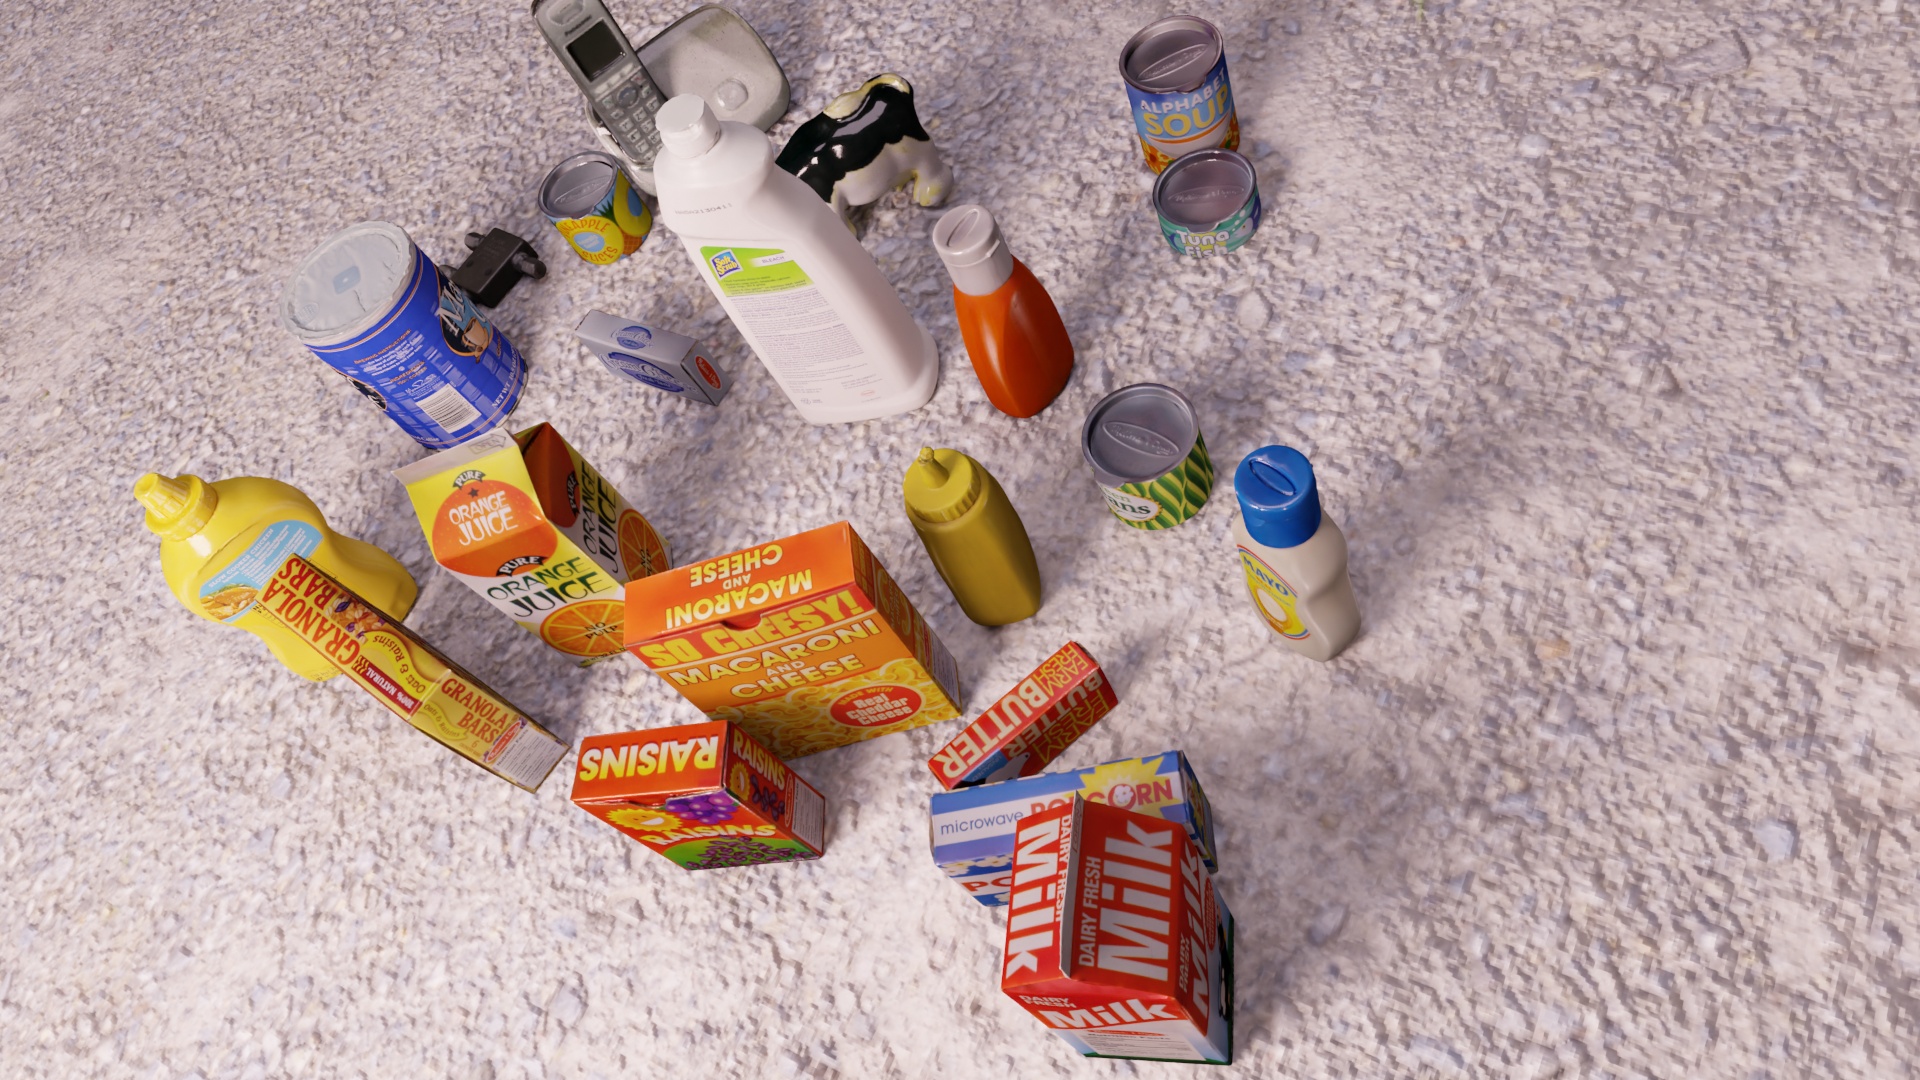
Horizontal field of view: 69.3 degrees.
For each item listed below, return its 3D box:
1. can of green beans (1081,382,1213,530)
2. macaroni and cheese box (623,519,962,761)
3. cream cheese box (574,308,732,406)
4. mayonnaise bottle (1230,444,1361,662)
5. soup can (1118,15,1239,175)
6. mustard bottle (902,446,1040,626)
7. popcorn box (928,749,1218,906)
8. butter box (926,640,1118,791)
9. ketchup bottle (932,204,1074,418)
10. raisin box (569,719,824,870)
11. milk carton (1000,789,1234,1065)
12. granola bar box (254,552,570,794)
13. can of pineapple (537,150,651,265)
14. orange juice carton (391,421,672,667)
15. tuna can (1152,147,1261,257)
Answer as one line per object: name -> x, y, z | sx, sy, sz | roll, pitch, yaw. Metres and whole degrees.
can of green beans -> 0.108, -0.047, 0.795 | 0.071, 0.057, 0.071 | -9, 58, 15
macaroni and cheese box -> -0.083, 0.061, 0.736 | 0.123, 0.166, 0.040 | -16, 57, 11
cream cheese box -> -0.213, -0.126, 0.963 | 0.104, 0.053, 0.024 | 19, 69, 28
mayonnaise bottle -> 0.163, 0.006, 0.689 | 0.041, 0.147, 0.065 | -43, 56, -7
soup can -> 0.145, -0.285, 0.906 | 0.071, 0.083, 0.071 | -9, 58, 15
mustard bottle -> 0.003, -0.009, 0.750 | 0.049, 0.159, 0.065 | -17, 57, 11
popcorn box -> 0.057, 0.144, 0.685 | 0.126, 0.085, 0.038 | -13, 58, 13
butter box -> 0.034, 0.102, 0.738 | 0.103, 0.053, 0.024 | -40, 56, -5
ketchup bottle -> 0.025, -0.137, 0.824 | 0.043, 0.148, 0.065 | 26, 73, 30
raisin box -> -0.135, 0.138, 0.736 | 0.086, 0.123, 0.040 | -8, 59, 16
milk carton -> 0.069, 0.172, 0.600 | 0.073, 0.190, 0.072 | -4, 60, 19
granola bar box -> -0.332, 0.082, 0.841 | 0.166, 0.123, 0.039 | 27, 73, 31
can of pineapple -> -0.278, -0.251, 1.058 | 0.071, 0.057, 0.071 | -9, 58, 15
orange juice carton -> -0.244, -0.003, 0.817 | 0.072, 0.192, 0.073 | -19, 57, 10
tuna can -> 0.159, -0.214, 0.890 | 0.071, 0.032, 0.071 | -9, 58, 15
